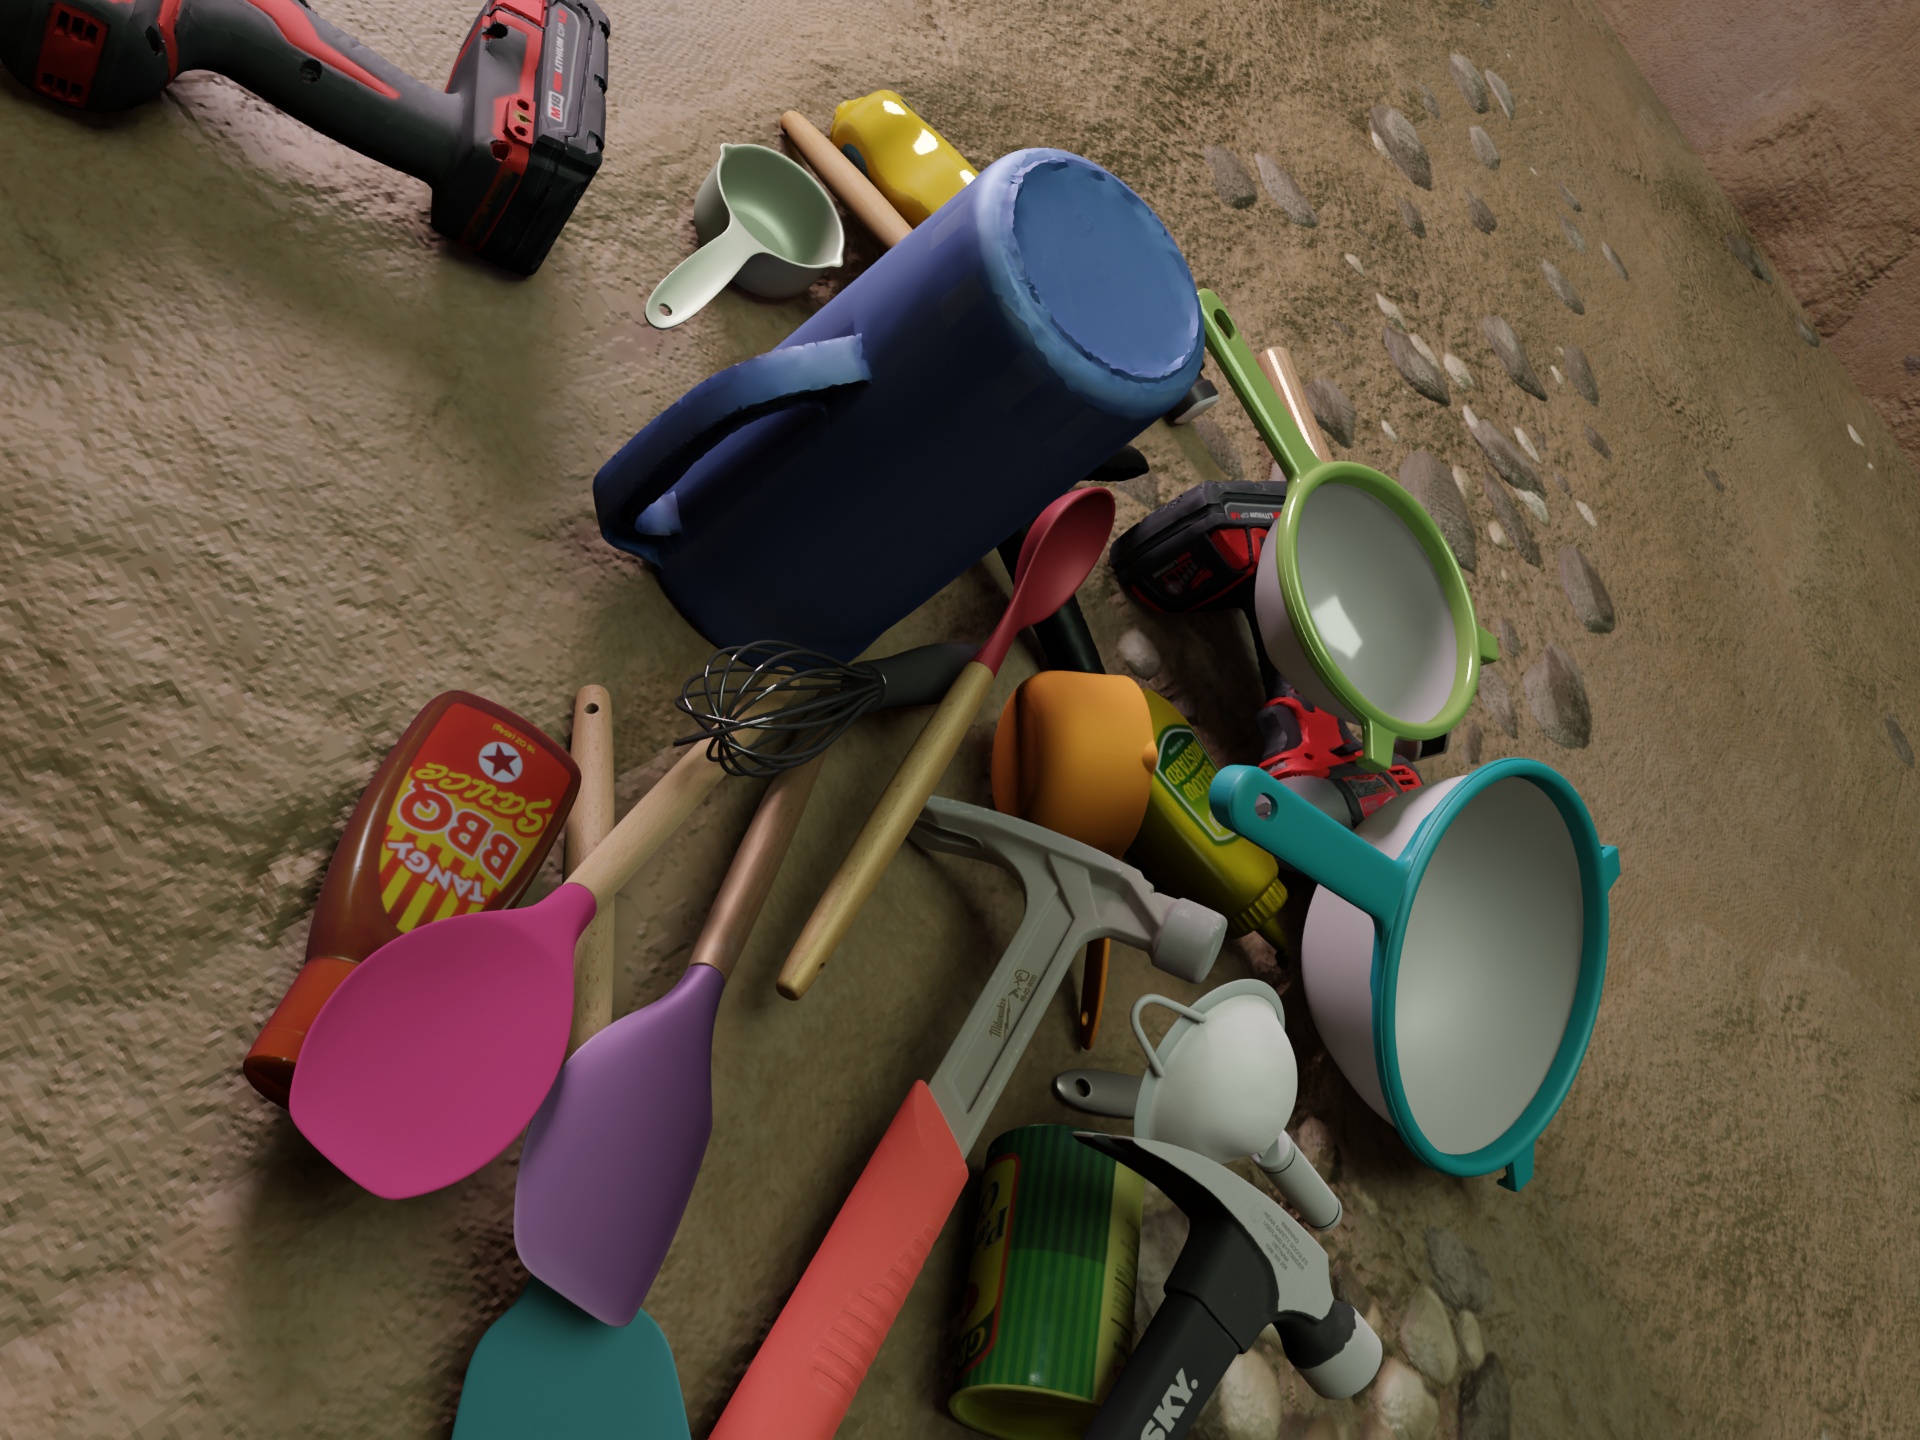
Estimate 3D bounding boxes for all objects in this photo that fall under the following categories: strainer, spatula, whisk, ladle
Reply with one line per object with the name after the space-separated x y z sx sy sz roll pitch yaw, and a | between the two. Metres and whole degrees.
0.170 -0.098 0.825 0.151 0.069 0.256 -35 94 -42 | strainer
-0.130 0.120 0.547 0.082 0.044 0.318 -2 53 -7 | spatula
0.200 0.094 0.787 0.340 0.095 0.211 31 75 -38 | strainer
-0.043 -0.012 0.682 0.055 0.055 0.239 61 26 7 | whisk
-0.088 0.076 0.587 0.059 0.018 0.316 43 32 -16 | spatula
0.132 0.179 0.675 0.087 0.050 0.258 -51 141 -11 | strainer
-0.001 -0.002 0.697 0.031 0.069 0.316 19 50 15 | ladle

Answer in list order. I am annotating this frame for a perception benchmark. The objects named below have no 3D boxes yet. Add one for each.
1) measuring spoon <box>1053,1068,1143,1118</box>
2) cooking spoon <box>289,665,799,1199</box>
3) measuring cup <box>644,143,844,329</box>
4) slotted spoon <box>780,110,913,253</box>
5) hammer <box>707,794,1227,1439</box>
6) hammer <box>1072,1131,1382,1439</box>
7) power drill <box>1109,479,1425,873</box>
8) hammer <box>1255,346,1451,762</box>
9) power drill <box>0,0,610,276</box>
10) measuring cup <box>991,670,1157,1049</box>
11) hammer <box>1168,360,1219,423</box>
0.094 0.173 0.733 0.124 0.018 0.034 16 55 -34 | measuring spoon
-0.123 0.051 0.566 0.068 0.017 0.319 44 32 -6 | cooking spoon
-0.117 -0.224 0.783 0.083 0.038 0.168 43 45 -13 | measuring cup
-0.030 -0.236 0.792 0.031 0.070 0.314 -24 49 -10 | slotted spoon
-0.032 0.174 0.579 0.149 0.036 0.359 20 49 17 | hammer
0.016 0.286 0.508 0.146 0.035 0.335 51 58 -15 | hammer
0.174 -0.020 0.892 0.143 0.078 0.220 -9 73 -45 | power drill
0.244 -0.116 1.012 0.129 0.031 0.332 73 5 -54 | hammer
-0.268 -0.303 0.669 0.226 0.080 0.188 15 55 -32 | power drill
0.044 0.061 0.729 0.052 0.095 0.174 8 80 -18 | measuring cup
0.030 -0.202 0.905 0.337 0.034 0.127 -28 86 -48 | hammer
